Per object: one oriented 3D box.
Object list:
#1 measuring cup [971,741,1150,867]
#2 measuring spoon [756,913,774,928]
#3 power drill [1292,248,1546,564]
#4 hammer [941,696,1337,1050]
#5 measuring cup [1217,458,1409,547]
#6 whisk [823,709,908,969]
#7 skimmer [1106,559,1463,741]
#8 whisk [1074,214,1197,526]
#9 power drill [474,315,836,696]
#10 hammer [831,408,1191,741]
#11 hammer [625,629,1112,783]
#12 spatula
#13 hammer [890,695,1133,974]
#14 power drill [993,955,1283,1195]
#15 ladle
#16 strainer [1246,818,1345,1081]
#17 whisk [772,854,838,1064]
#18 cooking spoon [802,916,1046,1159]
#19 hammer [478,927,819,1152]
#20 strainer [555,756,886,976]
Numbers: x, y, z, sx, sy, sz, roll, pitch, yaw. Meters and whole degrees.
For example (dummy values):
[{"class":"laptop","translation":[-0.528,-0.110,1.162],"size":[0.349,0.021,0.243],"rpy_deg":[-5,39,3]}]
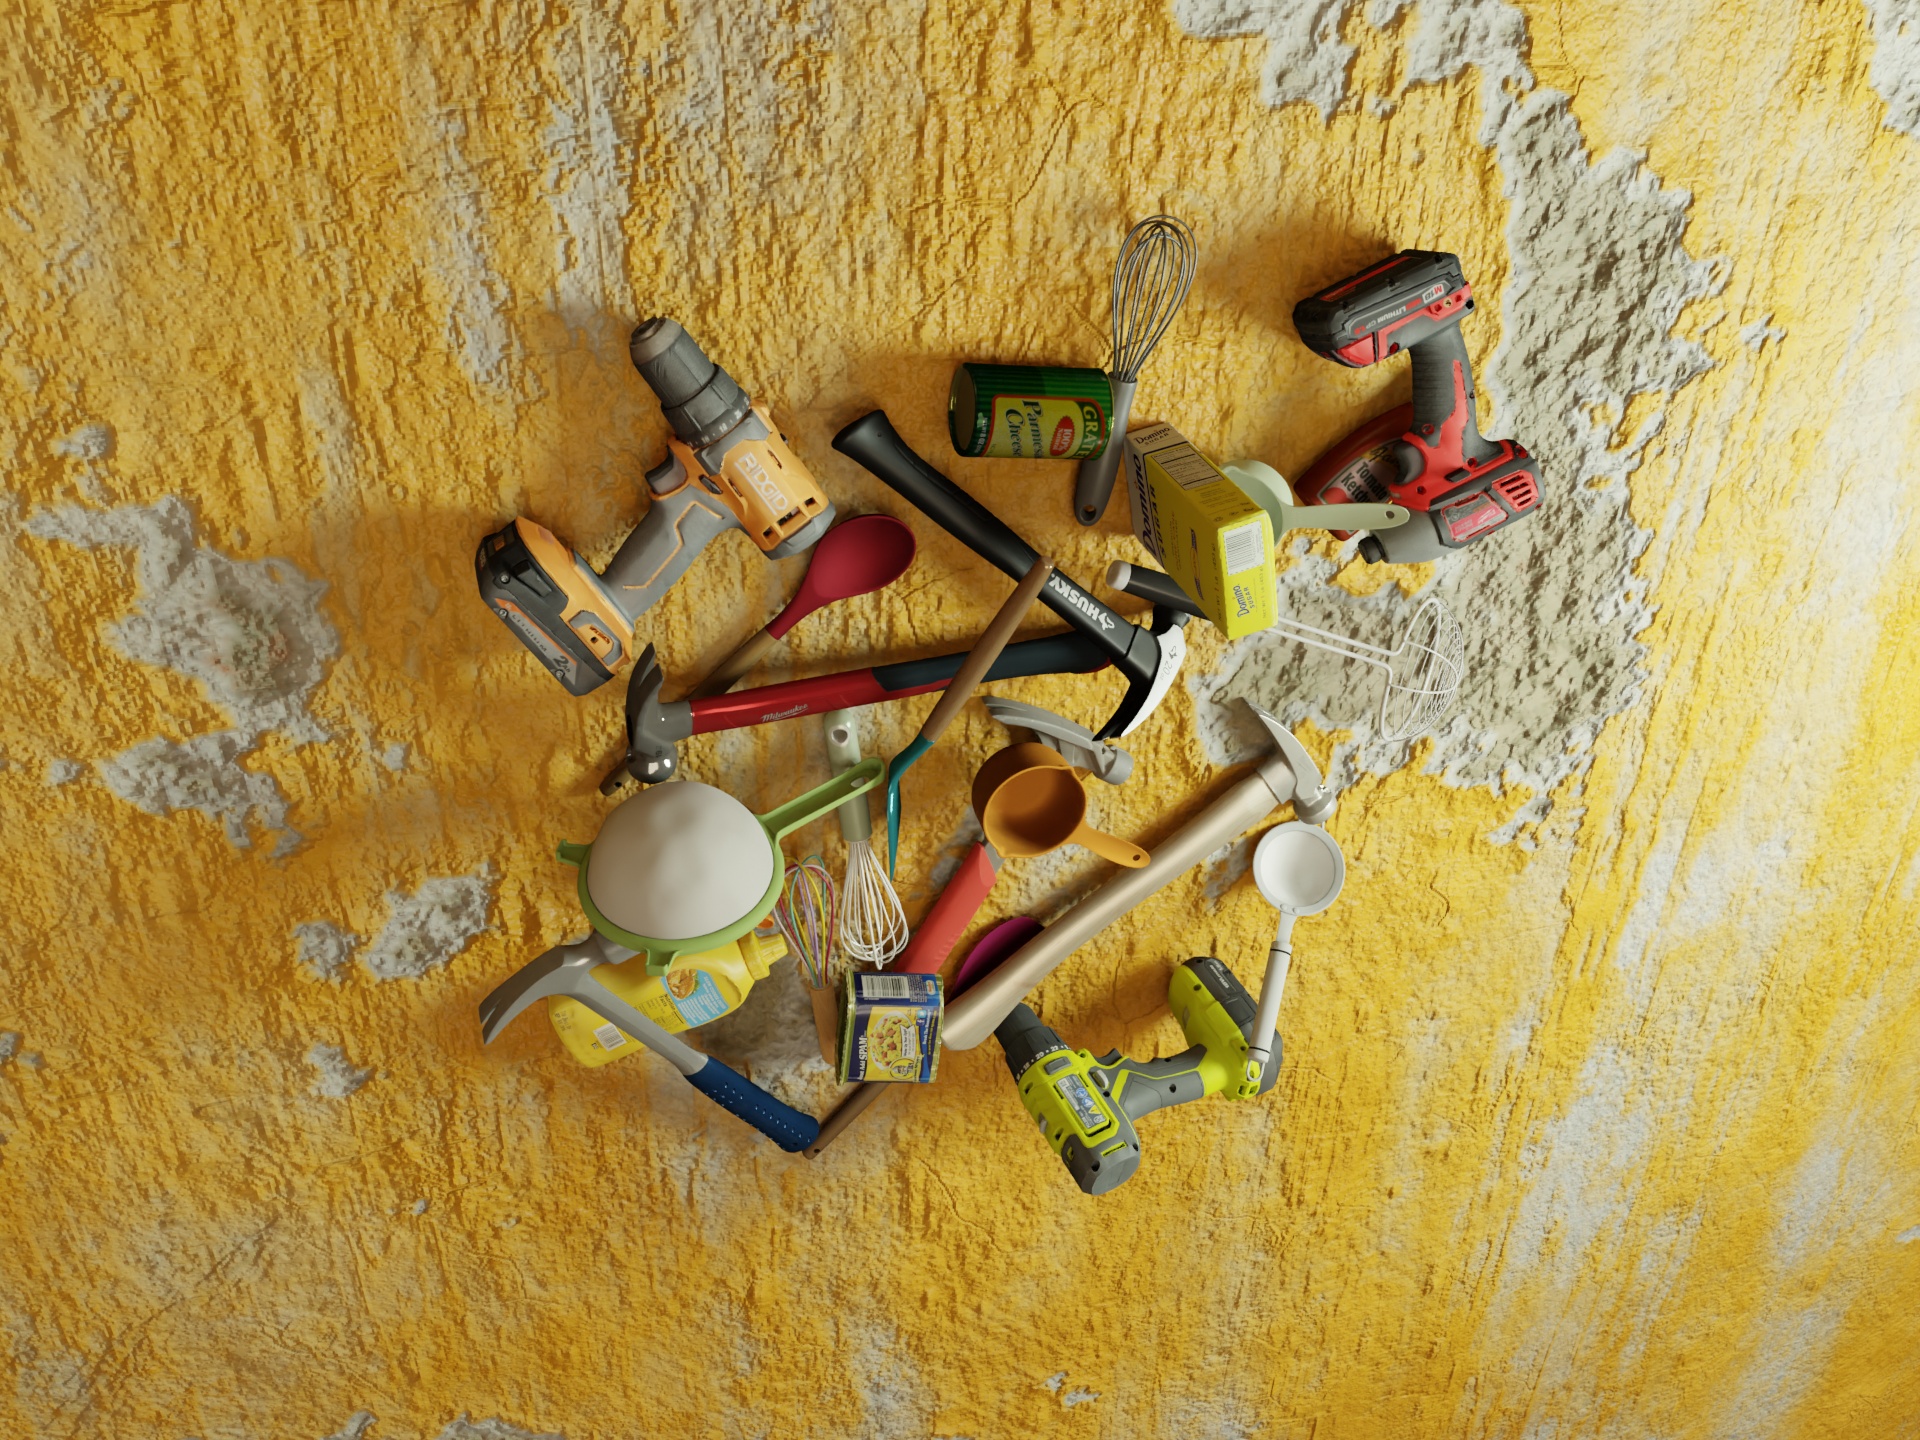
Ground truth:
[{"class":"measuring cup","translation":[0.084,0.076,1.299],"size":[0.173,0.052,0.095],"rpy_deg":[26,109,-32]},{"class":"measuring spoon","translation":[-0.208,0.149,1.297],"size":[0.117,0.011,0.021],"rpy_deg":[16,142,-11]},{"class":"power drill","translation":[0.336,-0.225,1.185],"size":[0.143,0.079,0.219],"rpy_deg":[-26,110,2]},{"class":"hammer","translation":[0.137,0.148,1.402],"size":[0.410,0.038,0.146],"rpy_deg":[-38,124,3]},{"class":"measuring cup","translation":[0.258,-0.162,1.204],"size":[0.168,0.038,0.083],"rpy_deg":[4,123,28]},{"class":"whisk","translation":[-0.083,0.099,1.300],"size":[0.058,0.059,0.246],"rpy_deg":[-6,118,2]},{"class":"skimmer","translation":[0.267,-0.073,1.296],"size":[0.363,0.090,0.127],"rpy_deg":[15,96,-22]},{"class":"whisk","translation":[0.121,-0.247,1.155],"size":[0.055,0.055,0.238],"rpy_deg":[1,125,-19]},{"class":"power drill","translation":[-0.222,-0.146,1.080],"size":[0.226,0.084,0.185],"rpy_deg":[-36,123,1]},{"class":"hammer","translation":[0.039,-0.116,1.182],"size":[0.334,0.035,0.146],"rpy_deg":[35,64,-27]},{"class":"hammer","translation":[-0.056,-0.036,1.191],"size":[0.386,0.038,0.143],"rpy_deg":[-11,152,-20]},{"class":"spatula","translation":[-0.002,-0.004,1.194],"size":[0.044,0.082,0.317],"rpy_deg":[23,129,-14]},{"class":"hammer","translation":[-0.004,0.146,1.363],"size":[0.149,0.037,0.359],"rpy_deg":[22,111,-29]},{"class":"power drill","translation":[0.156,0.303,1.444],"size":[0.228,0.191,0.080],"rpy_deg":[-19,140,-22]},{"class":"ladle","translation":[-0.159,-0.047,1.194],"size":[0.315,0.031,0.069],"rpy_deg":[-41,128,11]},{"class":"strainer","translation":[0.288,0.198,1.433],"size":[0.087,0.050,0.258],"rpy_deg":[17,72,-3]},{"class":"whisk","translation":[-0.124,0.206,1.361],"size":[0.047,0.051,0.244],"rpy_deg":[8,130,17]},{"class":"cooking spoon","translation":[-0.038,0.293,1.454],"size":[0.068,0.017,0.319],"rpy_deg":[35,104,-33]},{"class":"hammer","translation":[-0.229,0.280,1.305],"size":[0.144,0.035,0.405],"rpy_deg":[-29,141,6]},{"class":"strainer","translation":[-0.162,0.071,1.172],"size":[0.256,0.152,0.069],"rpy_deg":[-27,140,-27]}]
